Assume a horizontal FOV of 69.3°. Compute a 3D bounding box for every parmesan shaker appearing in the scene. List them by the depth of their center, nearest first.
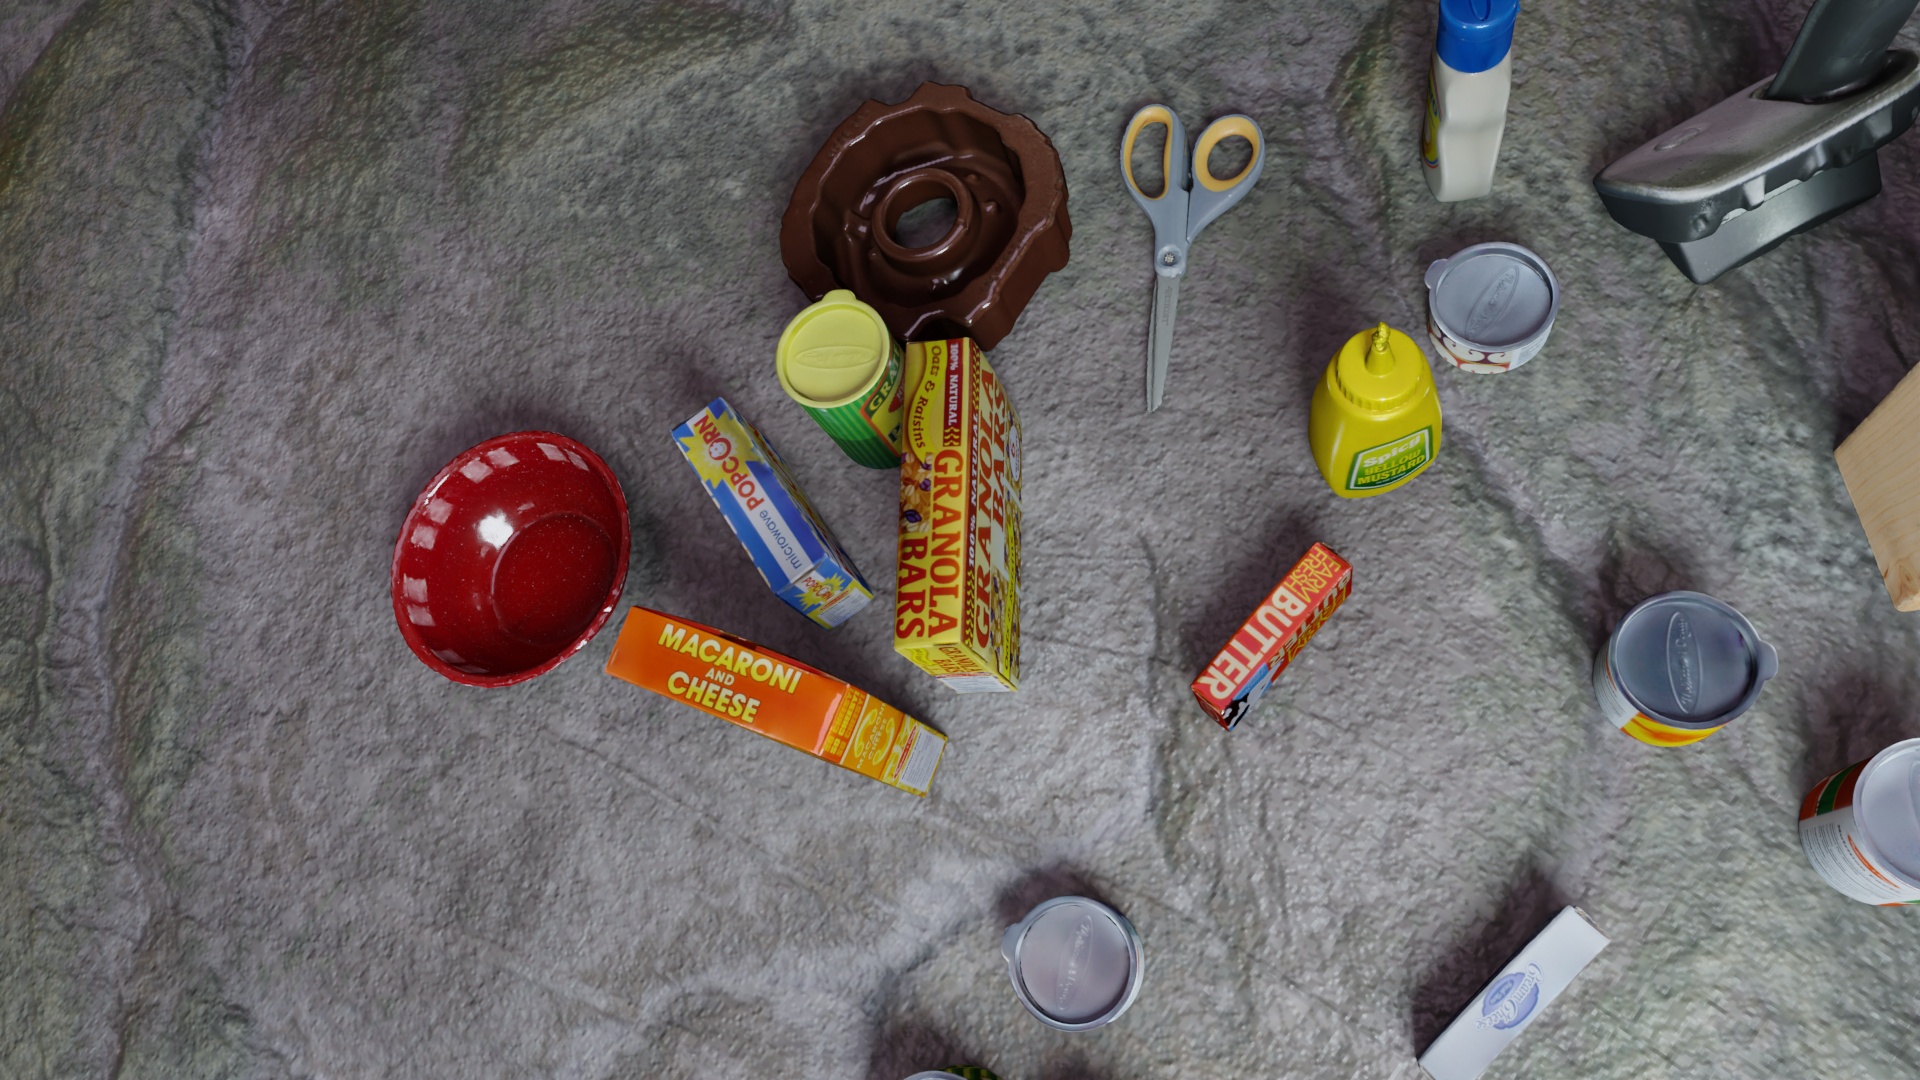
[{"bbox_3d":[-0.057,-0.091,0.807,0.071,0.103,0.071,-5,72,14],"label":"parmesan shaker"}]

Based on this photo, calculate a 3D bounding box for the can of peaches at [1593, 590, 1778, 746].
[{"bbox_3d":[0.346,0.063,0.669,0.071,0.058,0.071,-5,72,14],"label":"can of peaches"}]

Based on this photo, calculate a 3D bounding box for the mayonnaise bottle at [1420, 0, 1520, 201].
[{"bbox_3d":[0.270,-0.243,0.741,0.041,0.148,0.065,-6,71,14],"label":"mayonnaise bottle"}]

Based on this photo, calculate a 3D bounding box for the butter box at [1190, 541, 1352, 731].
[{"bbox_3d":[0.164,0.051,0.727,0.024,0.053,0.103,40,87,23],"label":"butter box"}]

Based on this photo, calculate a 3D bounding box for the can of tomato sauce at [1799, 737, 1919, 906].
[{"bbox_3d":[0.421,0.126,0.614,0.071,0.083,0.071,-5,72,14],"label":"can of tomato sauce"}]

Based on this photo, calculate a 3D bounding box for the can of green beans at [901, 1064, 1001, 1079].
[{"bbox_3d":[-0.005,0.297,0.691,0.071,0.057,0.071,-5,72,14],"label":"can of green beans"}]

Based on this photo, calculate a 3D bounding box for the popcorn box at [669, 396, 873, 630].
[{"bbox_3d":[-0.108,-0.014,0.806,0.038,0.085,0.127,-37,67,2],"label":"popcorn box"}]

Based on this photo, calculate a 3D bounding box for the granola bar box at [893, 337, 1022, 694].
[{"bbox_3d":[0.003,-0.009,0.753,0.039,0.124,0.166,-3,72,15],"label":"granola bar box"}]

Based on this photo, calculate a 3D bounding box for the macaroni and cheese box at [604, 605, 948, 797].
[{"bbox_3d":[-0.089,0.086,0.724,0.124,0.166,0.040,17,79,20],"label":"macaroni and cheese box"}]

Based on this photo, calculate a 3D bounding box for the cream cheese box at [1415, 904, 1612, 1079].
[{"bbox_3d":[0.255,0.215,0.647,0.104,0.053,0.024,-45,67,-2],"label":"cream cheese box"}]

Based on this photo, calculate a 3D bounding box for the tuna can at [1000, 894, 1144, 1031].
[{"bbox_3d":[0.058,0.216,0.713,0.071,0.032,0.071,-5,71,14],"label":"tuna can"}]

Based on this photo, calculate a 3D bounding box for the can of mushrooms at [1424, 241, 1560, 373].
[{"bbox_3d":[0.288,-0.128,0.760,0.071,0.033,0.071,-5,71,14],"label":"can of mushrooms"}]

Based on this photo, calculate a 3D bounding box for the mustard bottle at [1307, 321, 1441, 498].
[{"bbox_3d":[0.207,-0.068,0.695,0.065,0.160,0.049,-22,68,8],"label":"mustard bottle"}]
